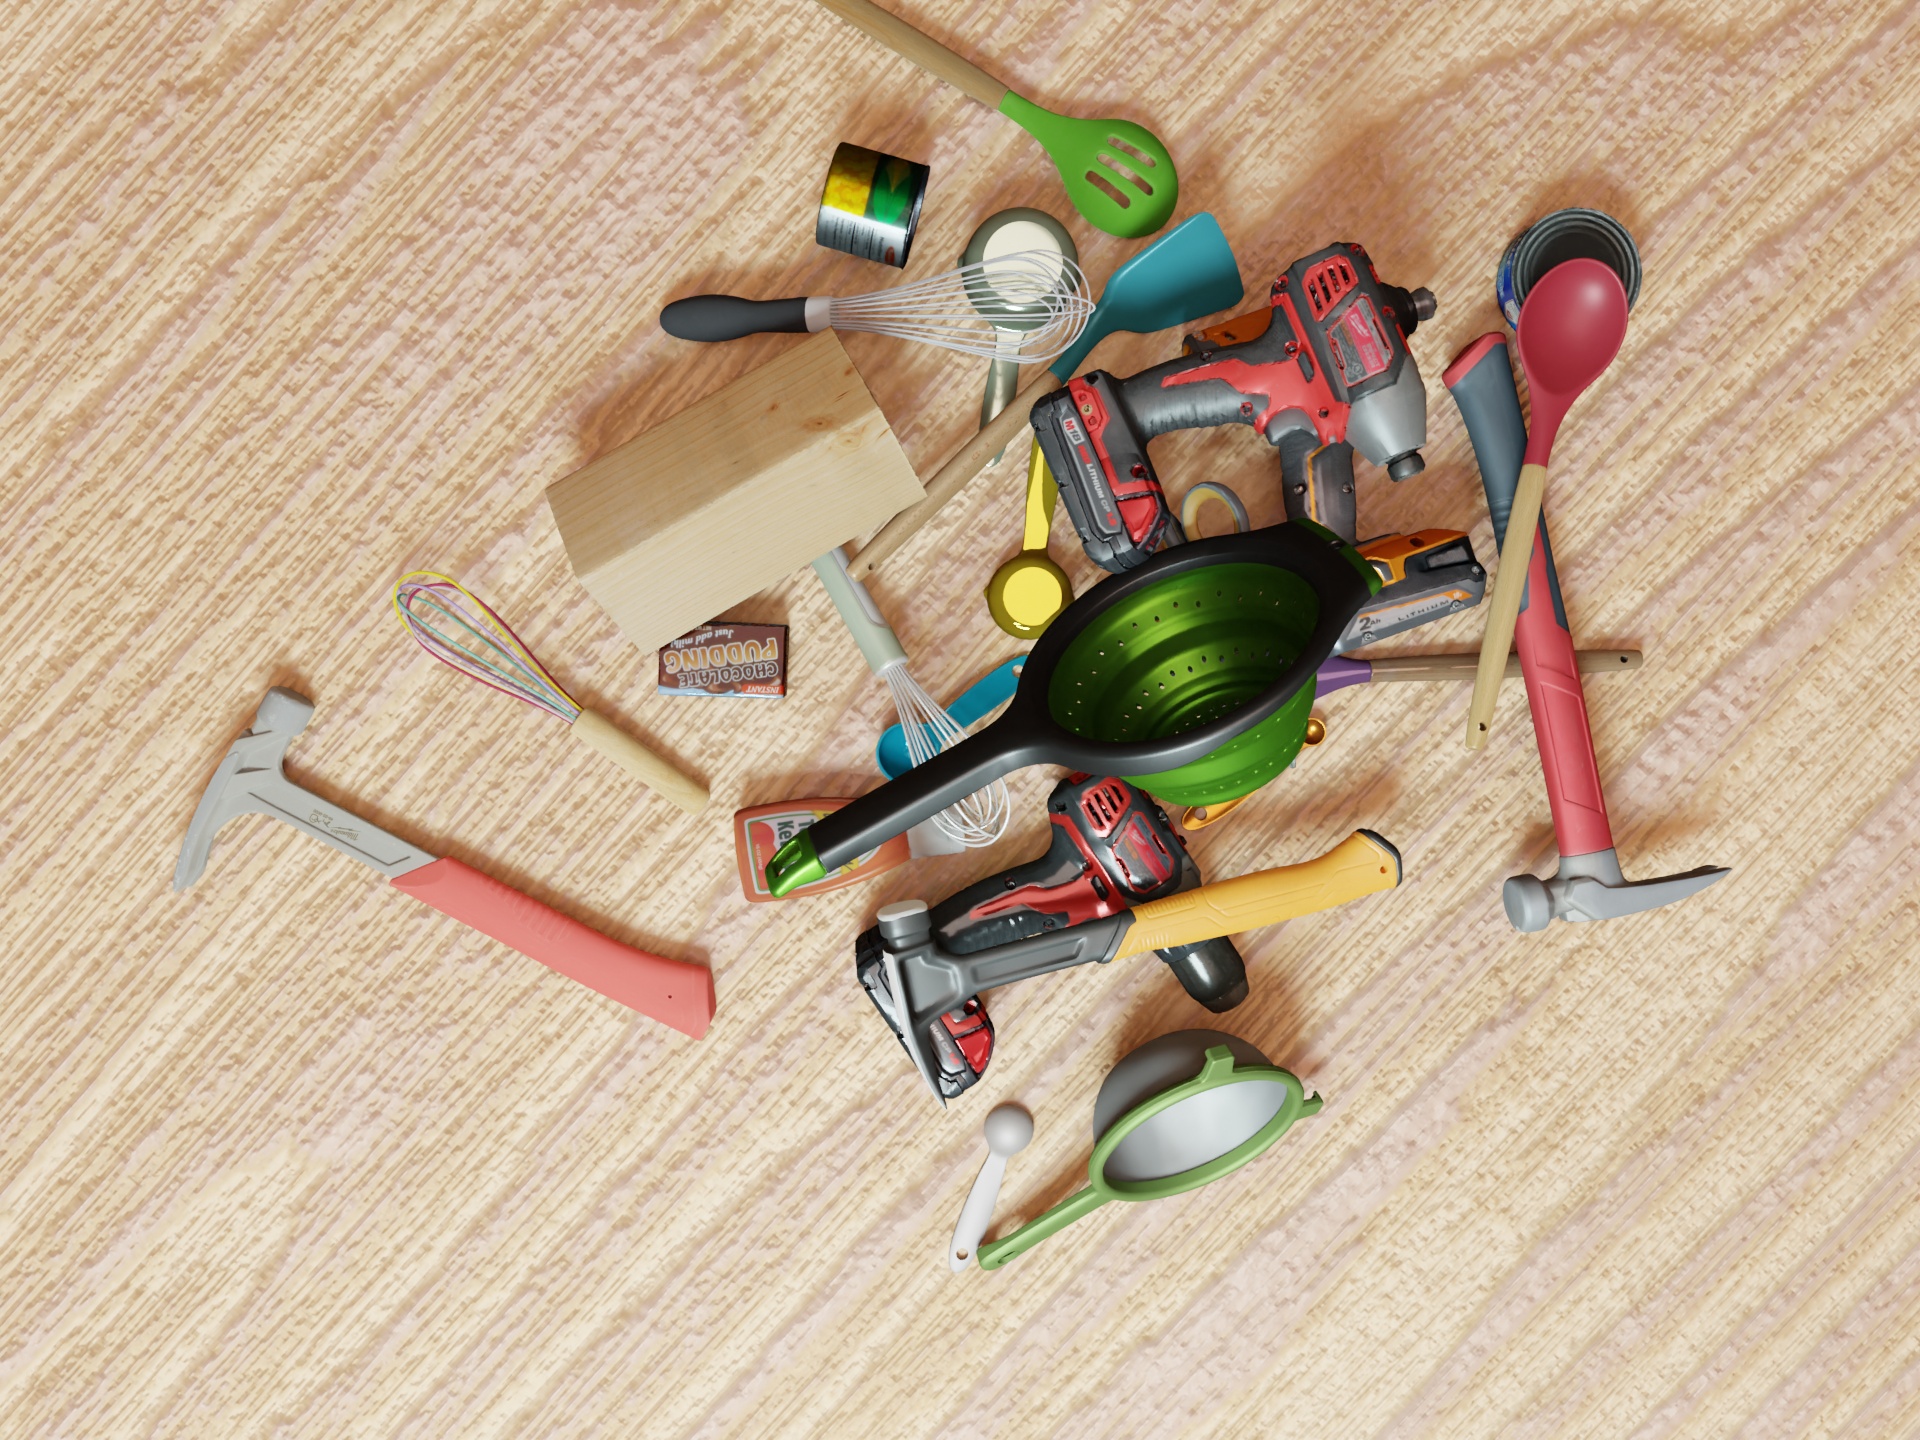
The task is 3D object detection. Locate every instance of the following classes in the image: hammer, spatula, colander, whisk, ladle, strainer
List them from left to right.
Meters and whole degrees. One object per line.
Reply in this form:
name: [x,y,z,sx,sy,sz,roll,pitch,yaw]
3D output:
hammer: [-0.328,0.124,1.049,0.359,0.037,0.149,28,93,-3]
whisk: [-0.266,-0.017,1.038,0.245,0.051,0.047,36,87,-7]
whisk: [-0.056,-0.256,1.002,0.284,0.070,0.070,2,94,14]
whisk: [-0.040,-0.028,1.026,0.059,0.058,0.246,-35,80,30]
spatula: [0.048,-0.198,1.017,0.317,0.082,0.044,-45,51,-3]
colander: [0.073,0.024,0.957,0.397,0.205,0.094,-29,122,0]
strainer: [0.104,0.279,1.061,0.256,0.069,0.151,-37,139,18]
hammer: [0.122,0.137,1.000,0.337,0.034,0.127,-14,98,-10]
spatula: [0.299,-0.037,1.065,0.316,0.018,0.060,-2,86,-1]
ladle: [0.360,-0.135,1.007,0.069,0.031,0.315,13,89,-2]
hammer: [0.394,-0.064,1.039,0.143,0.038,0.386,-11,89,-3]

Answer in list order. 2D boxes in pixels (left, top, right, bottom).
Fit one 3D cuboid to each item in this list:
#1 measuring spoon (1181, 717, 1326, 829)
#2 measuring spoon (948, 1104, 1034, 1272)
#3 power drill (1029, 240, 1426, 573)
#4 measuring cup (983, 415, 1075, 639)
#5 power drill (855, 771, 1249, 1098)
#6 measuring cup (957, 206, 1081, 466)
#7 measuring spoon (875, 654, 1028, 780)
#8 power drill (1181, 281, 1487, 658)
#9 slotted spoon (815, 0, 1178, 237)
measuring spoon: [0.197,0.037,1.073,0.117,0.011,0.021,-37,96,5]
measuring spoon: [0.018,0.322,1.082,0.034,0.018,0.124,20,94,-3]
power drill: [0.166,-0.177,0.955,0.219,0.078,0.143,-24,86,13]
measuring cup: [0.052,-0.130,1.044,0.062,0.029,0.156,7,96,-2]
power drill: [0.063,0.155,1.045,0.226,0.080,0.188,-34,95,-2]
measuring cup: [0.032,-0.249,1.030,0.083,0.038,0.167,9,93,-2]
measuring spoon: [-0.002,-0.003,1.062,0.128,0.021,0.042,-36,94,-8]
power drill: [0.255,-0.167,1.022,0.164,0.084,0.226,-20,89,0]
slotted spoon: [0.005,-0.412,1.025,0.313,0.031,0.070,31,93,-2]
